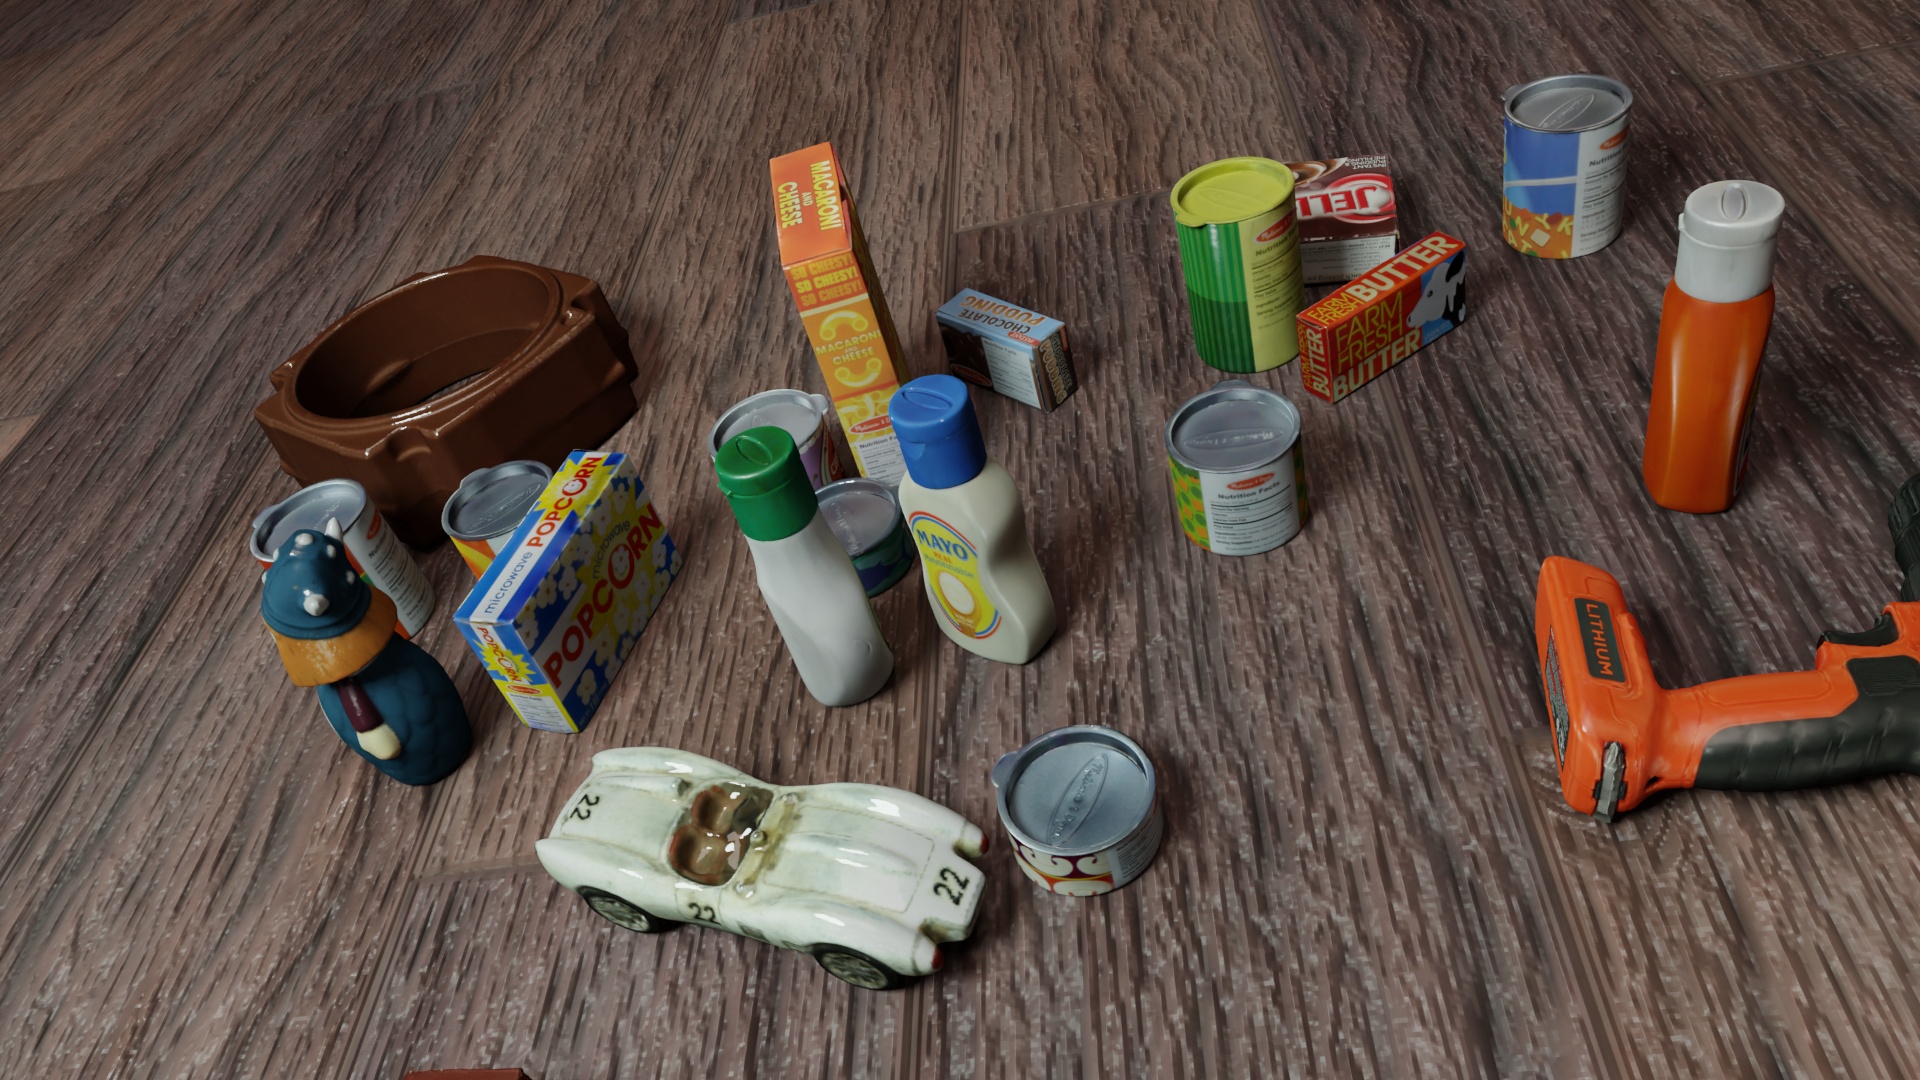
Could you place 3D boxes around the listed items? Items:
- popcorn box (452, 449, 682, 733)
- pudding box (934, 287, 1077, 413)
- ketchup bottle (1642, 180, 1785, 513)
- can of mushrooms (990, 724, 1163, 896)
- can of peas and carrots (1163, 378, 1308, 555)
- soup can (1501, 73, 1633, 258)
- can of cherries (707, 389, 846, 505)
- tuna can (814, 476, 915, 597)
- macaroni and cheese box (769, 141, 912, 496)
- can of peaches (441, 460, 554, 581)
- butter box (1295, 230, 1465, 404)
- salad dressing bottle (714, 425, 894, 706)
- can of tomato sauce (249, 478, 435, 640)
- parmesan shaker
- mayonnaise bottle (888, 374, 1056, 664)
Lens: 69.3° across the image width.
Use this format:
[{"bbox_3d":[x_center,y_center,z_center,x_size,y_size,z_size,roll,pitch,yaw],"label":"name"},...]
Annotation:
[{"bbox_3d":[-0.201,0.025,0.725,0.038,0.084,0.127,2,45,22],"label":"popcorn box"},{"bbox_3d":[0.027,-0.114,0.825,0.084,0.049,0.030,27,58,39],"label":"pudding box"},{"bbox_3d":[0.330,-0.084,0.611,0.043,0.148,0.065,5,46,25],"label":"ketchup bottle"},{"bbox_3d":[0.049,0.112,0.582,0.071,0.033,0.071,-10,42,9],"label":"can of mushrooms"},{"bbox_3d":[0.138,-0.036,0.694,0.071,0.058,0.071,-10,42,9],"label":"can of peas and carrots"},{"bbox_3d":[0.345,-0.216,0.799,0.071,0.083,0.072,-10,42,9],"label":"soup can"},{"bbox_3d":[-0.099,-0.043,0.785,0.071,0.058,0.072,-10,42,9],"label":"can of cherries"},{"bbox_3d":[-0.057,-0.001,0.743,0.071,0.032,0.071,-10,42,9],"label":"tuna can"},{"bbox_3d":[-0.058,-0.118,0.770,0.040,0.165,0.124,-16,41,2],"label":"macaroni and cheese box"},{"bbox_3d":[-0.253,-0.004,0.796,0.071,0.057,0.071,-10,42,9],"label":"can of peaches"},{"bbox_3d":[0.232,-0.122,0.759,0.104,0.053,0.024,-31,43,-15],"label":"butter box"},{"bbox_3d":[-0.072,0.014,0.644,0.044,0.147,0.064,-34,43,-17],"label":"salad dressing bottle"},{"bbox_3d":[-0.349,0.017,0.787,0.071,0.082,0.071,-10,42,9],"label":"can of tomato sauce"},{"bbox_3d":[0.156,-0.152,0.781,0.071,0.102,0.072,-10,42,9],"label":"parmesan shaker"},{"bbox_3d":[0.002,-0.008,0.643,0.065,0.147,0.041,21,54,36],"label":"mayonnaise bottle"}]
